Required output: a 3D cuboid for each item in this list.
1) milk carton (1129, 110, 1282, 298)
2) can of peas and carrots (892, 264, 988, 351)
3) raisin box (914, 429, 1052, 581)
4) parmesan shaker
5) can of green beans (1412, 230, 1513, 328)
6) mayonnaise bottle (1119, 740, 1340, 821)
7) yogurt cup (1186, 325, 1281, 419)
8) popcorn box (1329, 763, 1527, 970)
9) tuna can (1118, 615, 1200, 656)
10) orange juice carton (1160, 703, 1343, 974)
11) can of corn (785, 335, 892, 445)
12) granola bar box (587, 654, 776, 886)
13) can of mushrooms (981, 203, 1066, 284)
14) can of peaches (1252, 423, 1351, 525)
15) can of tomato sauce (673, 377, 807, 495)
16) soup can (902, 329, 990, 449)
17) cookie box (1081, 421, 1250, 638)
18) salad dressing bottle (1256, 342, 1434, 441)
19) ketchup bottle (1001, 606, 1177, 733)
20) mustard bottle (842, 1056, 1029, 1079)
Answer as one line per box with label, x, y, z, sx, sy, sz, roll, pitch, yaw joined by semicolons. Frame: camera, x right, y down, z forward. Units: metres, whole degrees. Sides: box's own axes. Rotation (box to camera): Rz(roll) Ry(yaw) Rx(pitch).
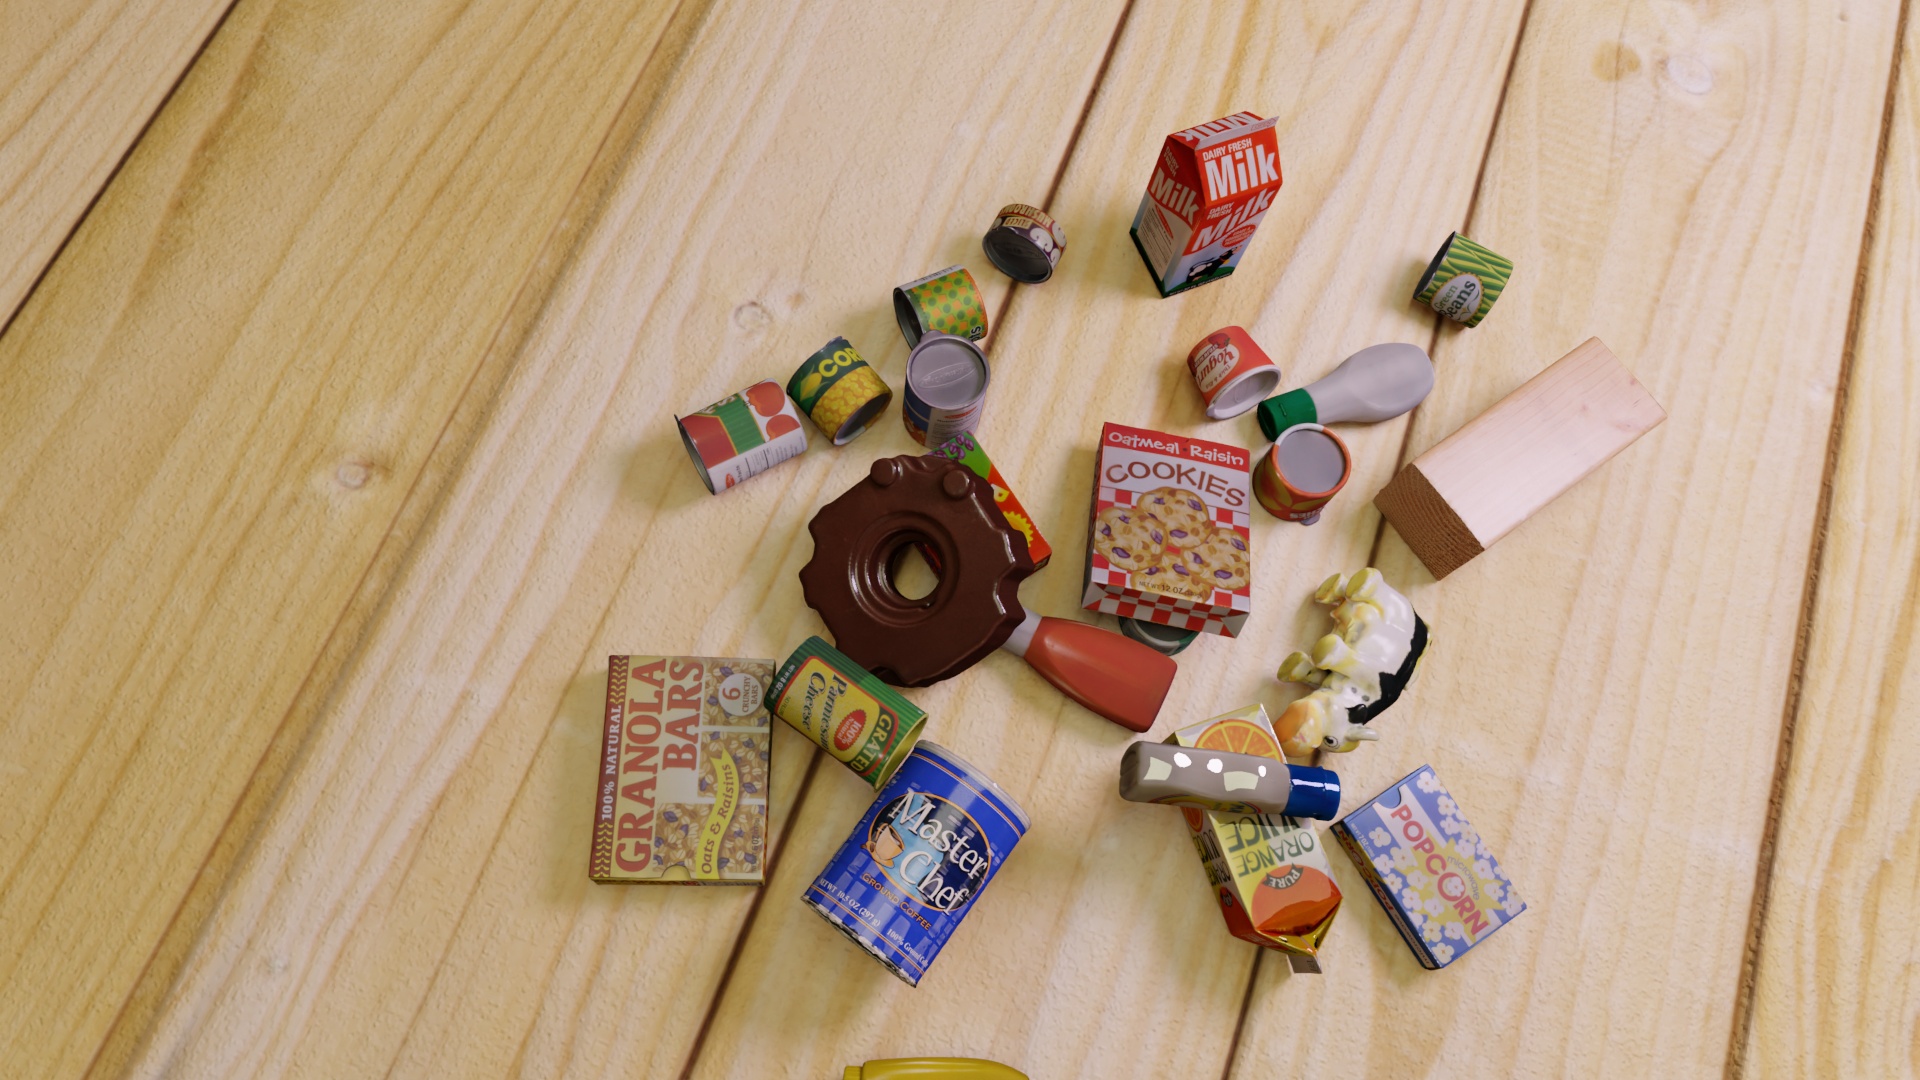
milk carton;0.203;-0.283;1.138;0.072;0.190;0.073;-21;75;-11
can of peas and carrots;-0.016;-0.187;1.153;0.059;0.070;0.071;-24;75;-13
raisin box;0.004;-0.014;1.108;0.086;0.040;0.123;-31;75;-14
parmesan shaker;-0.085;0.126;1.008;0.103;0.071;0.071;34;72;10
can of green beans;0.436;-0.225;1.205;0.058;0.071;0.071;30;71;5
mayonnaise bottle;0.189;0.170;0.974;0.148;0.064;0.041;8;69;-5
yogurt cup;0.226;-0.142;1.160;0.072;0.072;0.054;-23;67;-12
popcorn box;0.352;0.246;1.049;0.085;0.038;0.127;-29;76;-13
tuna can;0.162;0.055;1.101;0.071;0.032;0.071;1;71;-4
orange juice carton;0.219;0.226;1.026;0.073;0.071;0.193;-17;73;-10
can of corn;-0.096;-0.120;1.119;0.071;0.071;0.058;-39;79;-16
granola bar box;-0.202;0.169;1.026;0.124;0.039;0.166;2;71;-4
can of mushrooms;0.054;-0.253;1.179;0.071;0.070;0.033;28;70;5
can of peaches;0.280;-0.054;1.136;0.071;0.058;0.071;2;70;-4
can of tomato sauce;-0.174;-0.085;1.102;0.083;0.071;0.071;-27;76;-14
soup can;-0.014;-0.121;1.120;0.071;0.083;0.071;2;71;-5
cookie box;0.164;-0.012;1.095;0.123;0.040;0.168;11;51;-2
salad dressing bottle;0.324;-0.123;1.172;0.148;0.044;0.064;-19;74;-10
ketchup bottle;0.089;0.091;1.077;0.149;0.043;0.065;26;72;4
mustard bottle;-0.033;0.388;0.960;0.160;0.048;0.065;8;70;-2
